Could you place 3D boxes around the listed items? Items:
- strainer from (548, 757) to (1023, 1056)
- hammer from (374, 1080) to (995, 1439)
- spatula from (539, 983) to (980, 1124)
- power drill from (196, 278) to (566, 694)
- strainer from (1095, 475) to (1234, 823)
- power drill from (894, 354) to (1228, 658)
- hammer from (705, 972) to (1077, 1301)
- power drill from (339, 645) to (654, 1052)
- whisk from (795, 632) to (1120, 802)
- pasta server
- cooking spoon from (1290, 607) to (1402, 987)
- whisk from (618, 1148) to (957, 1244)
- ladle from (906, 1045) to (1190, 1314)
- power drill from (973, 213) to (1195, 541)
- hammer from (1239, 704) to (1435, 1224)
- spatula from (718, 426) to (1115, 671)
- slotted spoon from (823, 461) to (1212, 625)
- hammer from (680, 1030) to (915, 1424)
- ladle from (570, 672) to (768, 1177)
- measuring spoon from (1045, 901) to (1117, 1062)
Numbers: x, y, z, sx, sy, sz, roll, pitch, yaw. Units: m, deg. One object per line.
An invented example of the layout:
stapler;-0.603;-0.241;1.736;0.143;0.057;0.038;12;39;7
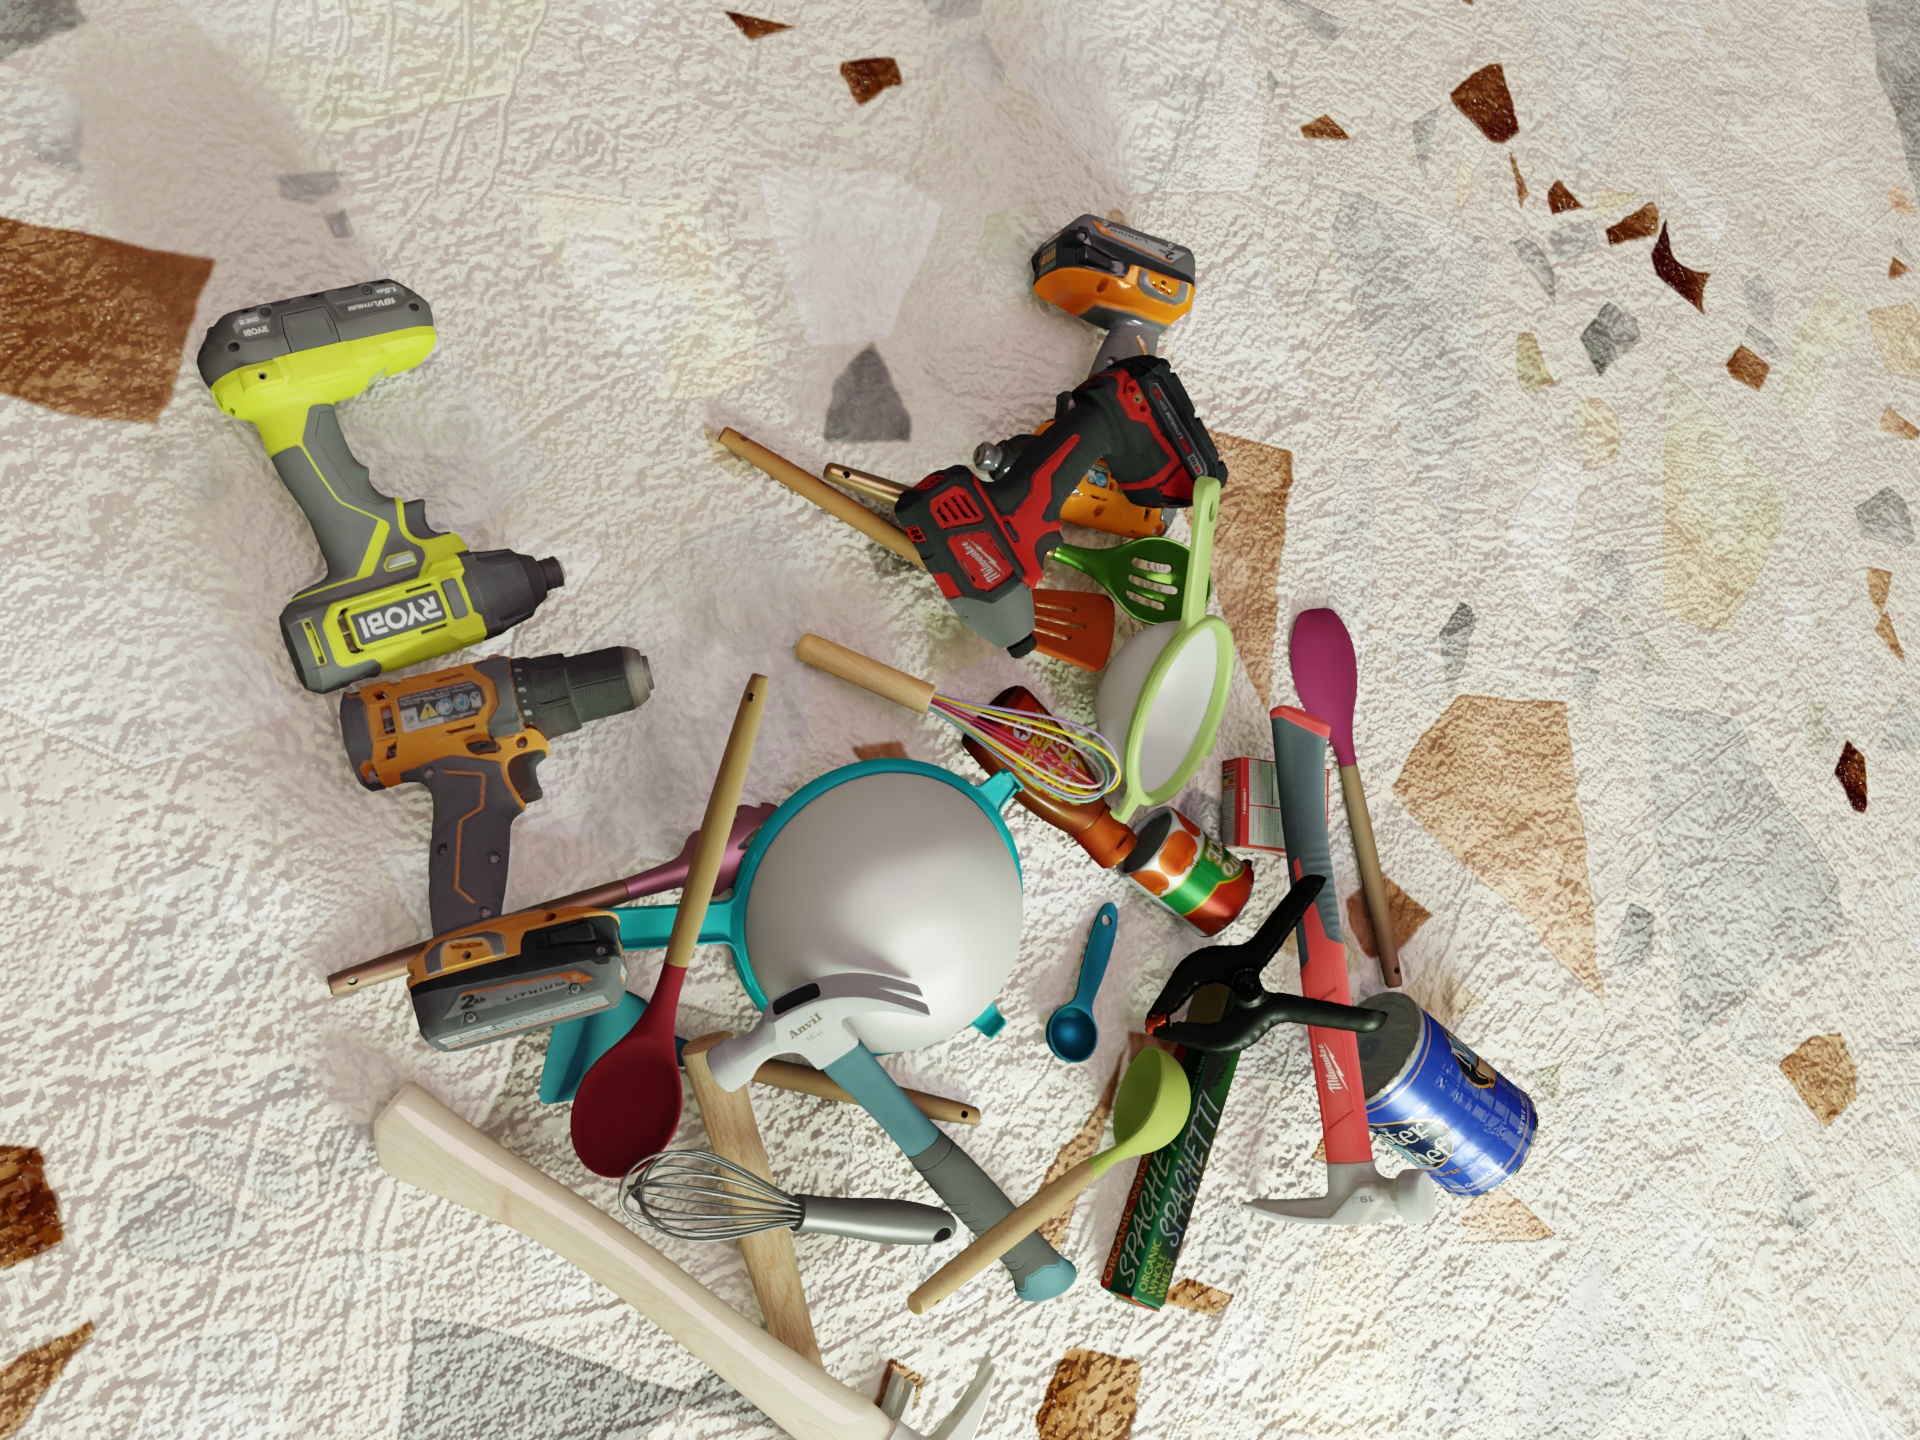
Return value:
strainer;-0.097;0.137;1.021;0.340;0.095;0.211;-1;101;-24
hammer;-0.172;0.344;0.970;0.410;0.038;0.146;37;85;-5
spatula;-0.121;0.237;1.053;0.317;0.044;0.082;18;80;-24
power drill;-0.356;-0.146;0.982;0.171;0.080;0.223;-22;96;-26
strainer;0.144;-0.062;1.165;0.151;0.069;0.256;-32;134;-47
power drill;0.073;-0.151;1.131;0.219;0.078;0.143;-36;106;-15
hammer;-0.020;0.285;1.046;0.128;0.033;0.330;-35;120;3
power drill;-0.258;0.065;0.954;0.185;0.084;0.226;-15;73;-10
whisk;-0.002;-0.002;1.116;0.245;0.047;0.051;23;74;1
pasta server;-0.243;0.118;1.023;0.316;0.040;0.060;-17;90;-23
cooking spoon;0.326;0.062;1.315;0.068;0.017;0.319;-9;85;-26
whisk;-0.099;0.300;0.980;0.238;0.055;0.055;18;74;-33
ladle;0.060;0.302;1.055;0.062;0.078;0.320;42;33;22
power drill;0.096;-0.262;1.219;0.164;0.084;0.226;11;81;-24
hammer;0.260;0.182;1.208;0.038;0.143;0.386;9;72;-55
spatula;-0.029;-0.130;1.157;0.322;0.041;0.081;30;47;-18
slotted spoon;0.046;-0.137;1.178;0.313;0.031;0.070;16;80;-20
hammer;-0.116;0.358;1.023;0.130;0.031;0.331;-18;98;-30
ladle;-0.167;0.123;0.968;0.069;0.031;0.315;17;90;15
measuring spoon;0.091;0.194;1.183;0.042;0.021;0.129;31;61;-18
